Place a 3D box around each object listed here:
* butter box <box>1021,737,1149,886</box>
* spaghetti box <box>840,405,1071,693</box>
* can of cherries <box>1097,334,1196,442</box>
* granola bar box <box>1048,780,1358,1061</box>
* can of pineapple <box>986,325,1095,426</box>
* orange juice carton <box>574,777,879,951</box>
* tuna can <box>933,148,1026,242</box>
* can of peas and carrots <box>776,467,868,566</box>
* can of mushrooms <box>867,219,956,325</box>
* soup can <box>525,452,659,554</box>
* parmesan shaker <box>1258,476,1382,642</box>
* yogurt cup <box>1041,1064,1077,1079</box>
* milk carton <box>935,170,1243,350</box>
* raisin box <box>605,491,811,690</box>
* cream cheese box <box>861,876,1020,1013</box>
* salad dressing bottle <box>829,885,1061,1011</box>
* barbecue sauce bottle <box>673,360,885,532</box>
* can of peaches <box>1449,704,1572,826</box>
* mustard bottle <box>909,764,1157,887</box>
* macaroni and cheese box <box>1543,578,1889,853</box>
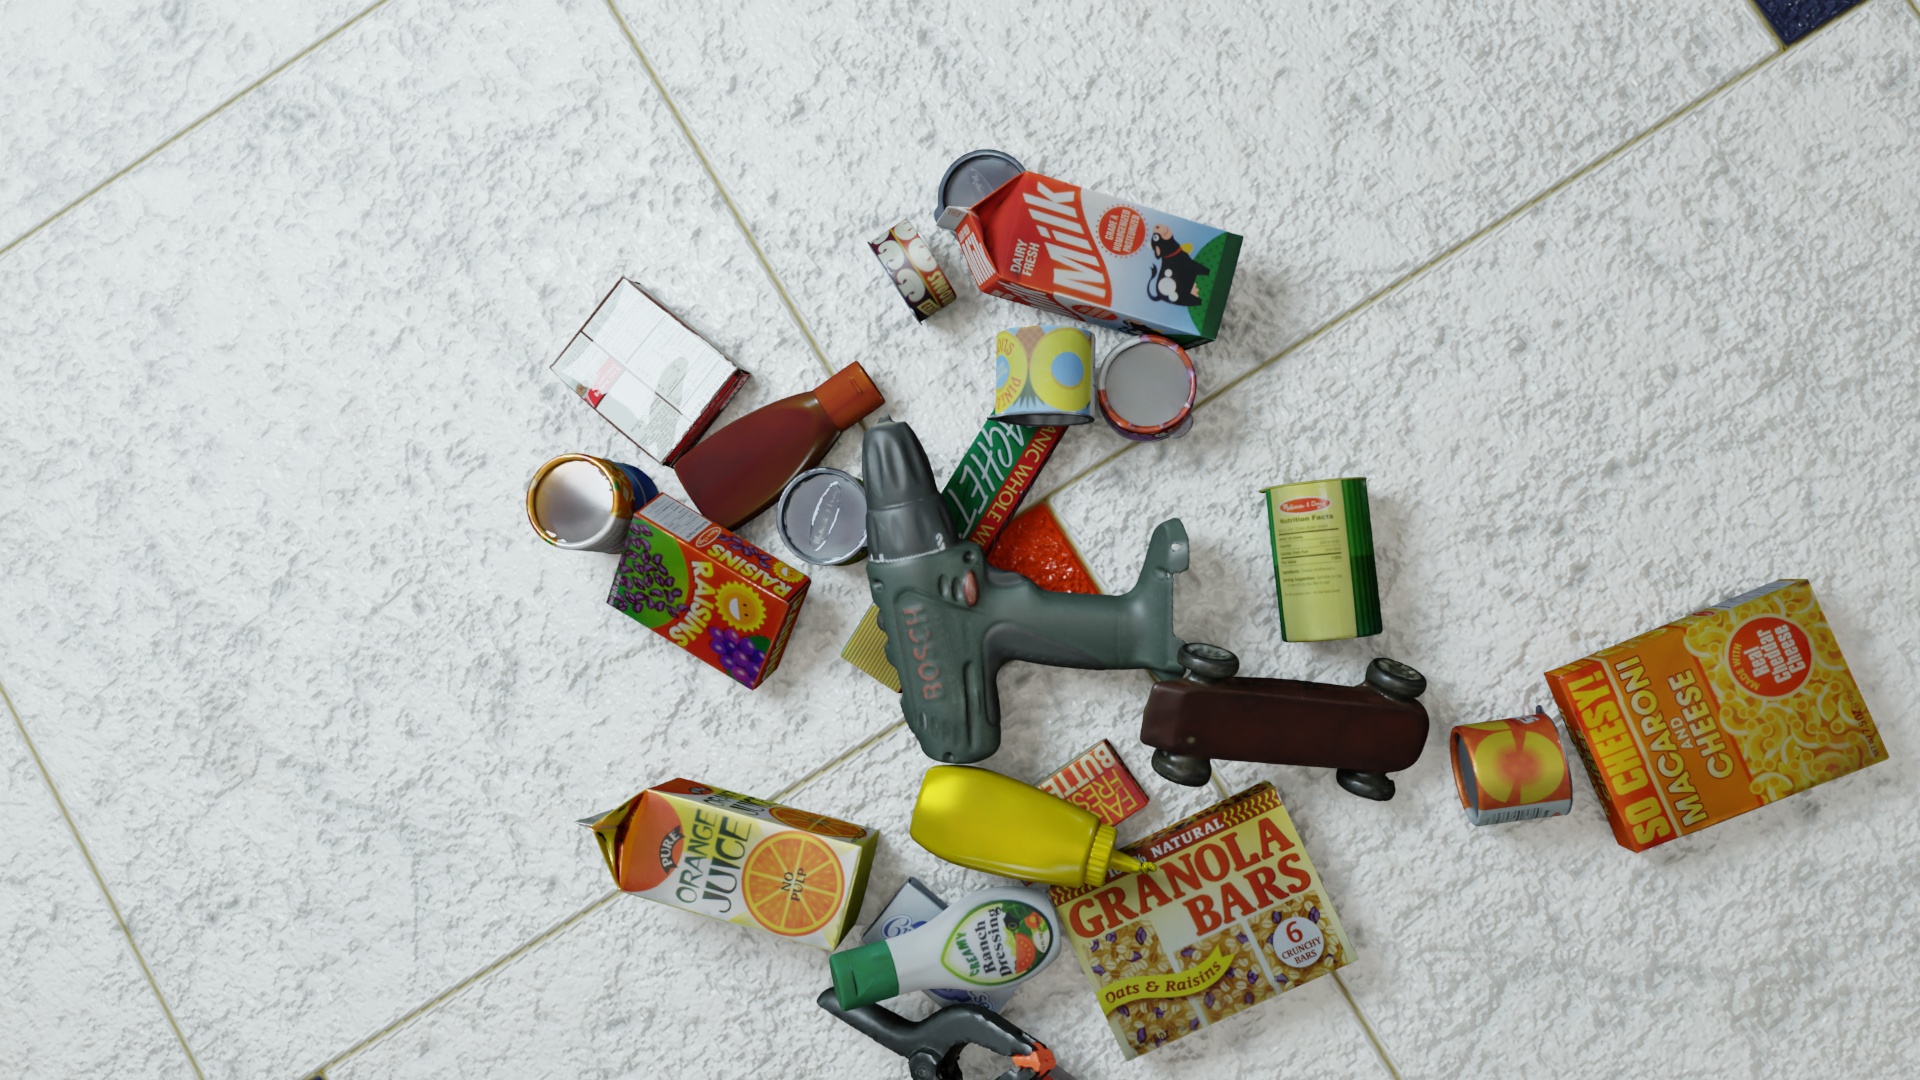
[{"bbox_3d":[0.071,0.184,0.944,0.103,0.024,0.053,-35,84,3],"label":"butter box"},{"bbox_3d":[0.003,-0.012,0.959,0.050,0.028,0.250,32,91,6],"label":"spaghetti box"},{"bbox_3d":[0.128,-0.100,0.935,0.071,0.058,0.071,0,87,7],"label":"can of cherries"},{"bbox_3d":[0.159,0.251,0.924,0.165,0.039,0.124,-26,84,5],"label":"granola bar box"},{"bbox_3d":[0.054,-0.107,0.908,0.071,0.071,0.058,1,87,6],"label":"can of pineapple"},{"bbox_3d":[-0.160,0.212,0.944,0.193,0.072,0.073,14,88,6],"label":"orange juice carton"},{"bbox_3d":[0.016,-0.234,0.966,0.071,0.033,0.071,0,87,6],"label":"tuna can"},{"bbox_3d":[-0.085,-0.014,0.954,0.071,0.059,0.071,0,88,6],"label":"can of peas and carrots"},{"bbox_3d":[-0.032,-0.183,0.952,0.033,0.071,0.071,-33,85,3],"label":"can of mushrooms"},{"bbox_3d":[-0.254,-0.027,0.960,0.071,0.084,0.071,0,87,7],"label":"soup can"},{"bbox_3d":[0.237,0.013,0.915,0.071,0.071,0.103,-6,88,6],"label":"parmesan shaker"},{"bbox_3d":[0.056,0.379,0.917,0.072,0.072,0.054,34,84,7],"label":"yogurt cup"},{"bbox_3d":[0.079,-0.187,0.915,0.191,0.072,0.073,15,90,-8],"label":"milk carton"},{"bbox_3d":[-0.173,0.035,0.954,0.123,0.040,0.085,30,122,7],"label":"raisin box"},{"bbox_3d":[-0.011,0.283,0.948,0.104,0.024,0.053,38,90,6],"label":"cream cheese box"},{"bbox_3d":[-0.010,0.269,0.905,0.148,0.044,0.064,-12,86,-14],"label":"salad dressing bottle"},{"bbox_3d":[-0.123,-0.069,0.968,0.148,0.043,0.065,-34,87,3],"label":"barbecue sauce bottle"},{"bbox_3d":[0.353,0.145,0.895,0.058,0.071,0.071,-10,86,6],"label":"can of peaches"},{"bbox_3d":[0.049,0.194,0.905,0.160,0.048,0.065,15,80,12],"label":"mustard bottle"},{"bbox_3d":[0.483,0.112,0.895,0.166,0.040,0.124,-22,85,4],"label":"macaroni and cheese box"}]
